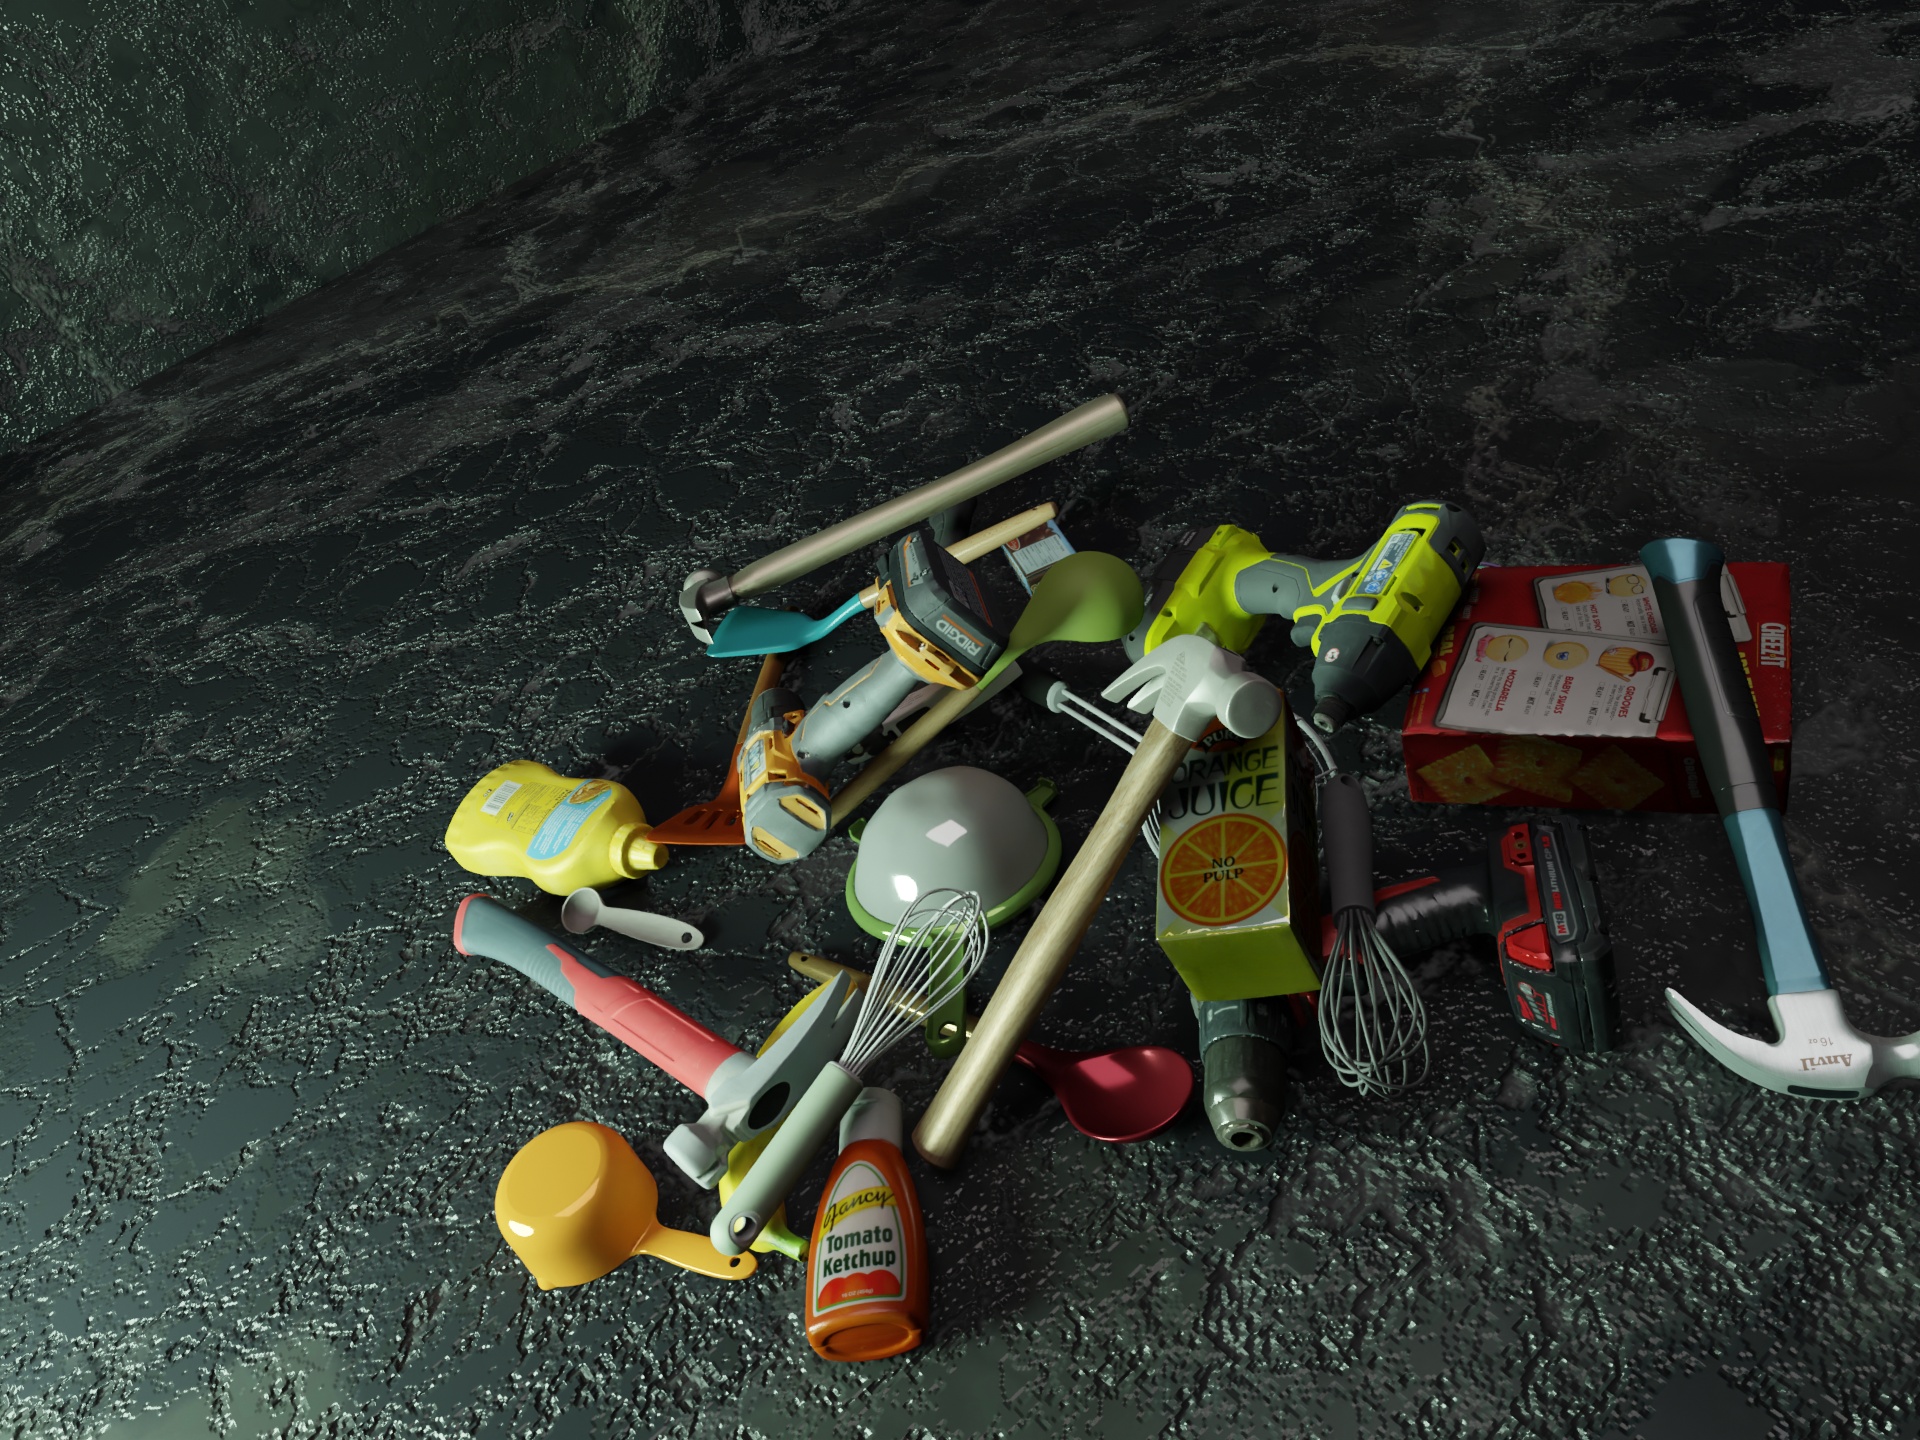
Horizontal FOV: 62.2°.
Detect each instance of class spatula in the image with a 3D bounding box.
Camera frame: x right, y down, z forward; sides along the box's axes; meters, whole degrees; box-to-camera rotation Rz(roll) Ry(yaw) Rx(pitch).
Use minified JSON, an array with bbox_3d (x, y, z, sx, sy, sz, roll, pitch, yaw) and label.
[{"bbox_3d":[-0.064,-0.116,1.294,0.317,0.044,0.082,-23,26,25],"label":"spatula"},{"bbox_3d":[-0.166,0.000,1.259,0.081,0.041,0.323,1,40,8],"label":"spatula"}]

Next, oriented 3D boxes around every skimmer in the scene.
[{"bbox_3d":[0.119,0.010,1.106,0.364,0.090,0.127,36,105,61],"label":"skimmer"}]

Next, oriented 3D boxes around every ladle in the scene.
[{"bbox_3d":[0.007,0.188,0.959,0.316,0.031,0.069,14,46,39],"label":"ladle"},{"bbox_3d":[-0.002,-0.004,1.129,0.320,0.062,0.078,-42,49,9],"label":"ladle"}]

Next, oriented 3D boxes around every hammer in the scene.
[{"bbox_3d":[-0.222,0.169,1.042,0.387,0.038,0.143,17,55,47],"label":"hammer"},{"bbox_3d":[0.060,0.102,0.876,0.331,0.031,0.130,-61,22,10],"label":"hammer"},{"bbox_3d":[-0.012,-0.098,1.291,0.146,0.035,0.335,-25,30,23],"label":"hammer"},{"bbox_3d":[0.422,0.039,0.853,0.128,0.033,0.331,-11,58,18],"label":"hammer"},{"bbox_3d":[-0.045,-0.175,1.339,0.410,0.038,0.146,-25,19,-1],"label":"hammer"}]

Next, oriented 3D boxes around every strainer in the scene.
[{"bbox_3d":[-0.014,0.104,1.014,0.151,0.069,0.257,-13,31,9],"label":"strainer"}]

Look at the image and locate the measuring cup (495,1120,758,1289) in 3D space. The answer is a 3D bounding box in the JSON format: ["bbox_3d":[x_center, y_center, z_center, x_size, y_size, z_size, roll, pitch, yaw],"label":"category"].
[{"bbox_3d":[-0.193,0.283,0.914,0.174,0.052,0.095,4,44,32],"label":"measuring cup"}]

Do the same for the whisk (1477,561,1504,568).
[{"bbox_3d":[0.292,-0.090,1.159,0.245,0.051,0.047,3,8,35],"label":"whisk"}]

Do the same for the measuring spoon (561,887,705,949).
[{"bbox_3d":[-0.231,0.147,1.135,0.124,0.018,0.034,10,72,26],"label":"measuring spoon"}]

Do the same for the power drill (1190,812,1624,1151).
[{"bbox_3d":[0.235,0.143,0.867,0.227,0.080,0.188,-10,38,19],"label":"power drill"}]

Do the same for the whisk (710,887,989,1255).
[{"bbox_3d":[-0.061,0.193,0.898,0.246,0.057,0.059,-53,18,-21],"label":"whisk"}]

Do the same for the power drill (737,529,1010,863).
[{"bbox_3d":[-0.075,-0.025,1.128,0.226,0.084,0.186,-47,25,15],"label":"power drill"}]

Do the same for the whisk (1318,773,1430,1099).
[{"bbox_3d":[0.210,0.104,0.834,0.055,0.055,0.239,-9,34,15],"label":"whisk"}]

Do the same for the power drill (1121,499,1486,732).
[{"bbox_3d":[0.220,-0.067,1.071,0.223,0.080,0.171,6,54,54],"label":"power drill"}]
